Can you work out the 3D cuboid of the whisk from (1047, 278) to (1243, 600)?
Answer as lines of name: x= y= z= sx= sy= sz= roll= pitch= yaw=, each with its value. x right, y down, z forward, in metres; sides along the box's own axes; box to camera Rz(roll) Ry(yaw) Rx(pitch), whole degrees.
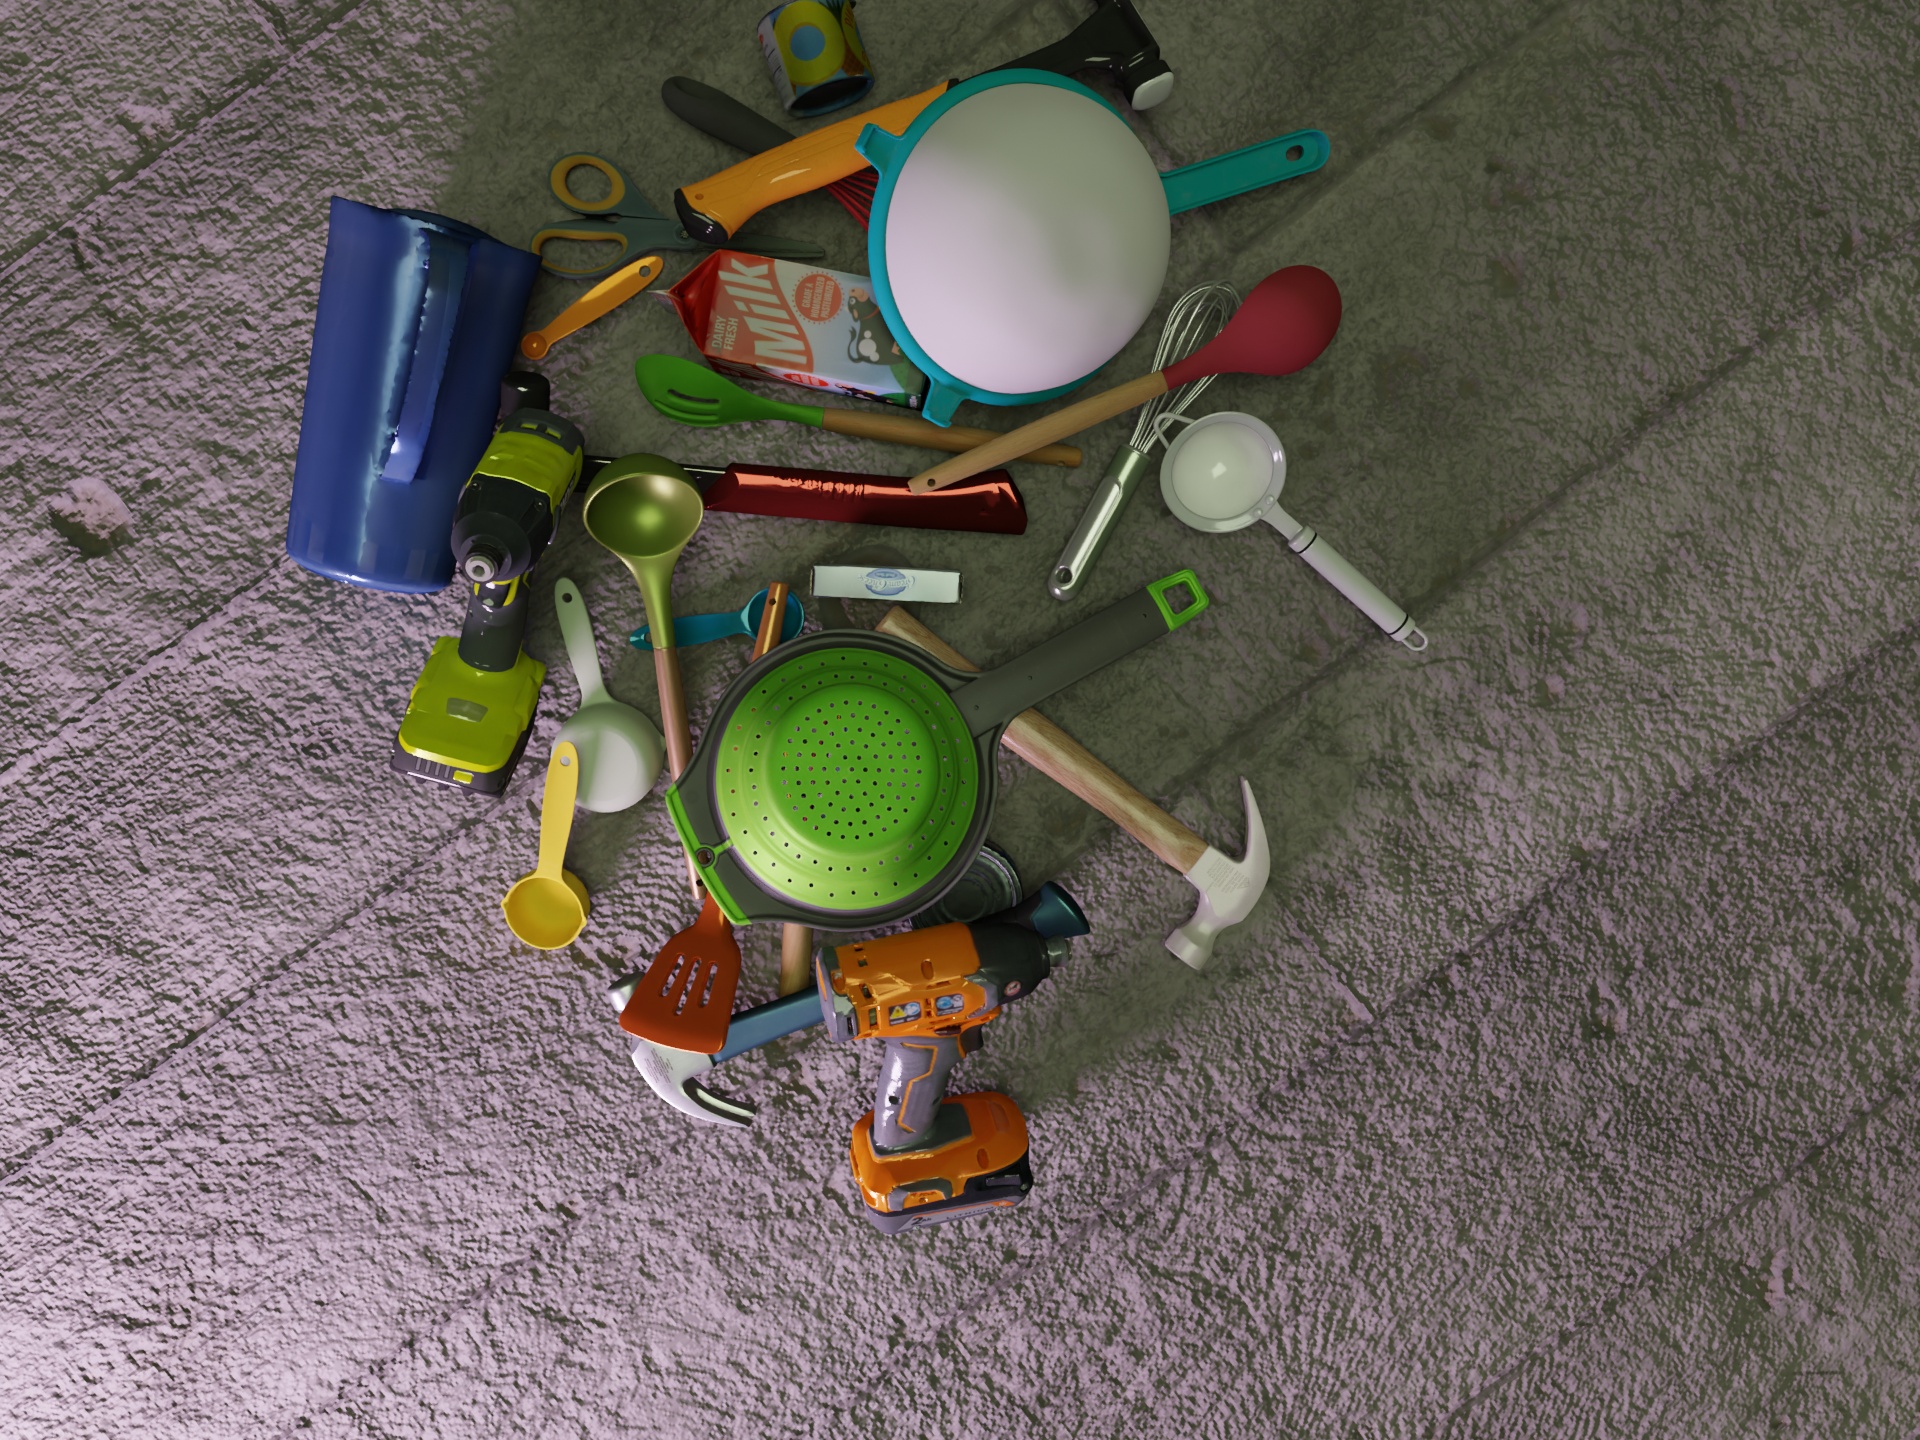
whisk: x=0.125 y=-0.193 z=1.101 sx=0.058 sy=0.059 sz=0.246 roll=32 pitch=98 yaw=23

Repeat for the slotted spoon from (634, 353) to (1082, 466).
slotted spoon: x=-0.069 y=-0.206 z=1.098 sx=0.313 sy=0.070 sz=0.031 roll=8 pitch=68 yaw=-7

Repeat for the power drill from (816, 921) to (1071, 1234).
power drill: x=-0.004 y=0.230 z=1.062 sx=0.164 sy=0.084 sz=0.226 roll=-10 pitch=124 yaw=-9

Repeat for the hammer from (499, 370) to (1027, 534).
hammer: x=-0.134 y=-0.149 z=1.093 sx=0.359 sy=0.037 sz=0.149 roll=4 pitch=122 yaw=-7

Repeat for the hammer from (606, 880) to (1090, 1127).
hammer: x=-0.072 y=0.185 z=1.102 sx=0.331 sy=0.033 sz=0.128 roll=-21 pitch=99 yaw=7

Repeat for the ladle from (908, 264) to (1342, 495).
ladle: x=0.111 y=-0.218 z=1.059 sx=0.315 sy=0.031 sz=0.069 roll=-23 pitch=116 yaw=3

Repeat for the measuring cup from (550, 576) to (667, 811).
measuring cup: x=-0.257 y=-0.015 z=1.100 sx=0.083 sy=0.038 sz=0.167 roll=-11 pitch=104 yaw=2

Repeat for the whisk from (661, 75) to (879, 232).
whisk: x=-0.075 y=-0.363 z=1.081 sx=0.296 sy=0.073 sz=0.073 roll=30 pitch=93 yaw=3

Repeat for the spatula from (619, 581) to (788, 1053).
spatula: x=-0.159 y=0.062 z=1.088 sx=0.081 sy=0.041 sz=0.322 roll=11 pitch=89 yaw=18

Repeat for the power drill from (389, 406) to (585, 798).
power drill: x=-0.301 y=-0.067 z=1.014 sx=0.080 sy=0.171 sz=0.223 roll=16 pitch=122 yaw=-11

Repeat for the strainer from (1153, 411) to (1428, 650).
strainer: x=0.231 y=-0.131 z=1.106 sx=0.258 sy=0.050 sz=0.087 roll=39 pitch=111 yaw=-11

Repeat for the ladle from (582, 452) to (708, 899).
ladle: x=-0.196 y=-0.022 z=1.075 sx=0.078 sy=0.062 sz=0.320 roll=-8 pitch=108 yaw=-9

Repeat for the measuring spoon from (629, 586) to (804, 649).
measuring spoon: x=-0.170 y=-0.066 z=1.125 sx=0.128 sy=0.021 sz=0.042 roll=-8 pitch=89 yaw=9

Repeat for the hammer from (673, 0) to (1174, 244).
hammer: x=-0.034 y=-0.402 z=1.047 sx=0.337 sy=0.034 sz=0.127 roll=-26 pitch=76 yaw=-8

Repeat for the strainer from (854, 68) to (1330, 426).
strainer: x=0.112 y=-0.322 z=1.021 sx=0.340 sy=0.095 sz=0.210 roll=-22 pitch=116 yaw=-15

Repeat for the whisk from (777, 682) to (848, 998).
whisk: x=-0.107 y=0.091 z=1.123 sx=0.051 sy=0.047 sz=0.245 roll=6 pitch=98 yaw=11

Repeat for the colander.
colander: x=-0.002 y=-0.003 z=1.047 sx=0.397 sy=0.094 sz=0.204 roll=-29 pitch=87 yaw=-8

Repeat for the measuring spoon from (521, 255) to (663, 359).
measuring spoon: x=-0.256 y=-0.288 z=1.110 sx=0.117 sy=0.011 sz=0.021 roll=-35 pitch=85 yaw=-2

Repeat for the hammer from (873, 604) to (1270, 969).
hammer: x=0.077 y=0.028 z=1.123 sx=0.331 sy=0.031 sz=0.130 roll=37 pitch=93 yaw=-3

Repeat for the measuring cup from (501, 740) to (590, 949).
measuring cup: x=-0.280 y=0.084 z=1.108 sx=0.062 sy=0.029 sz=0.156 roll=12 pitch=107 yaw=1
